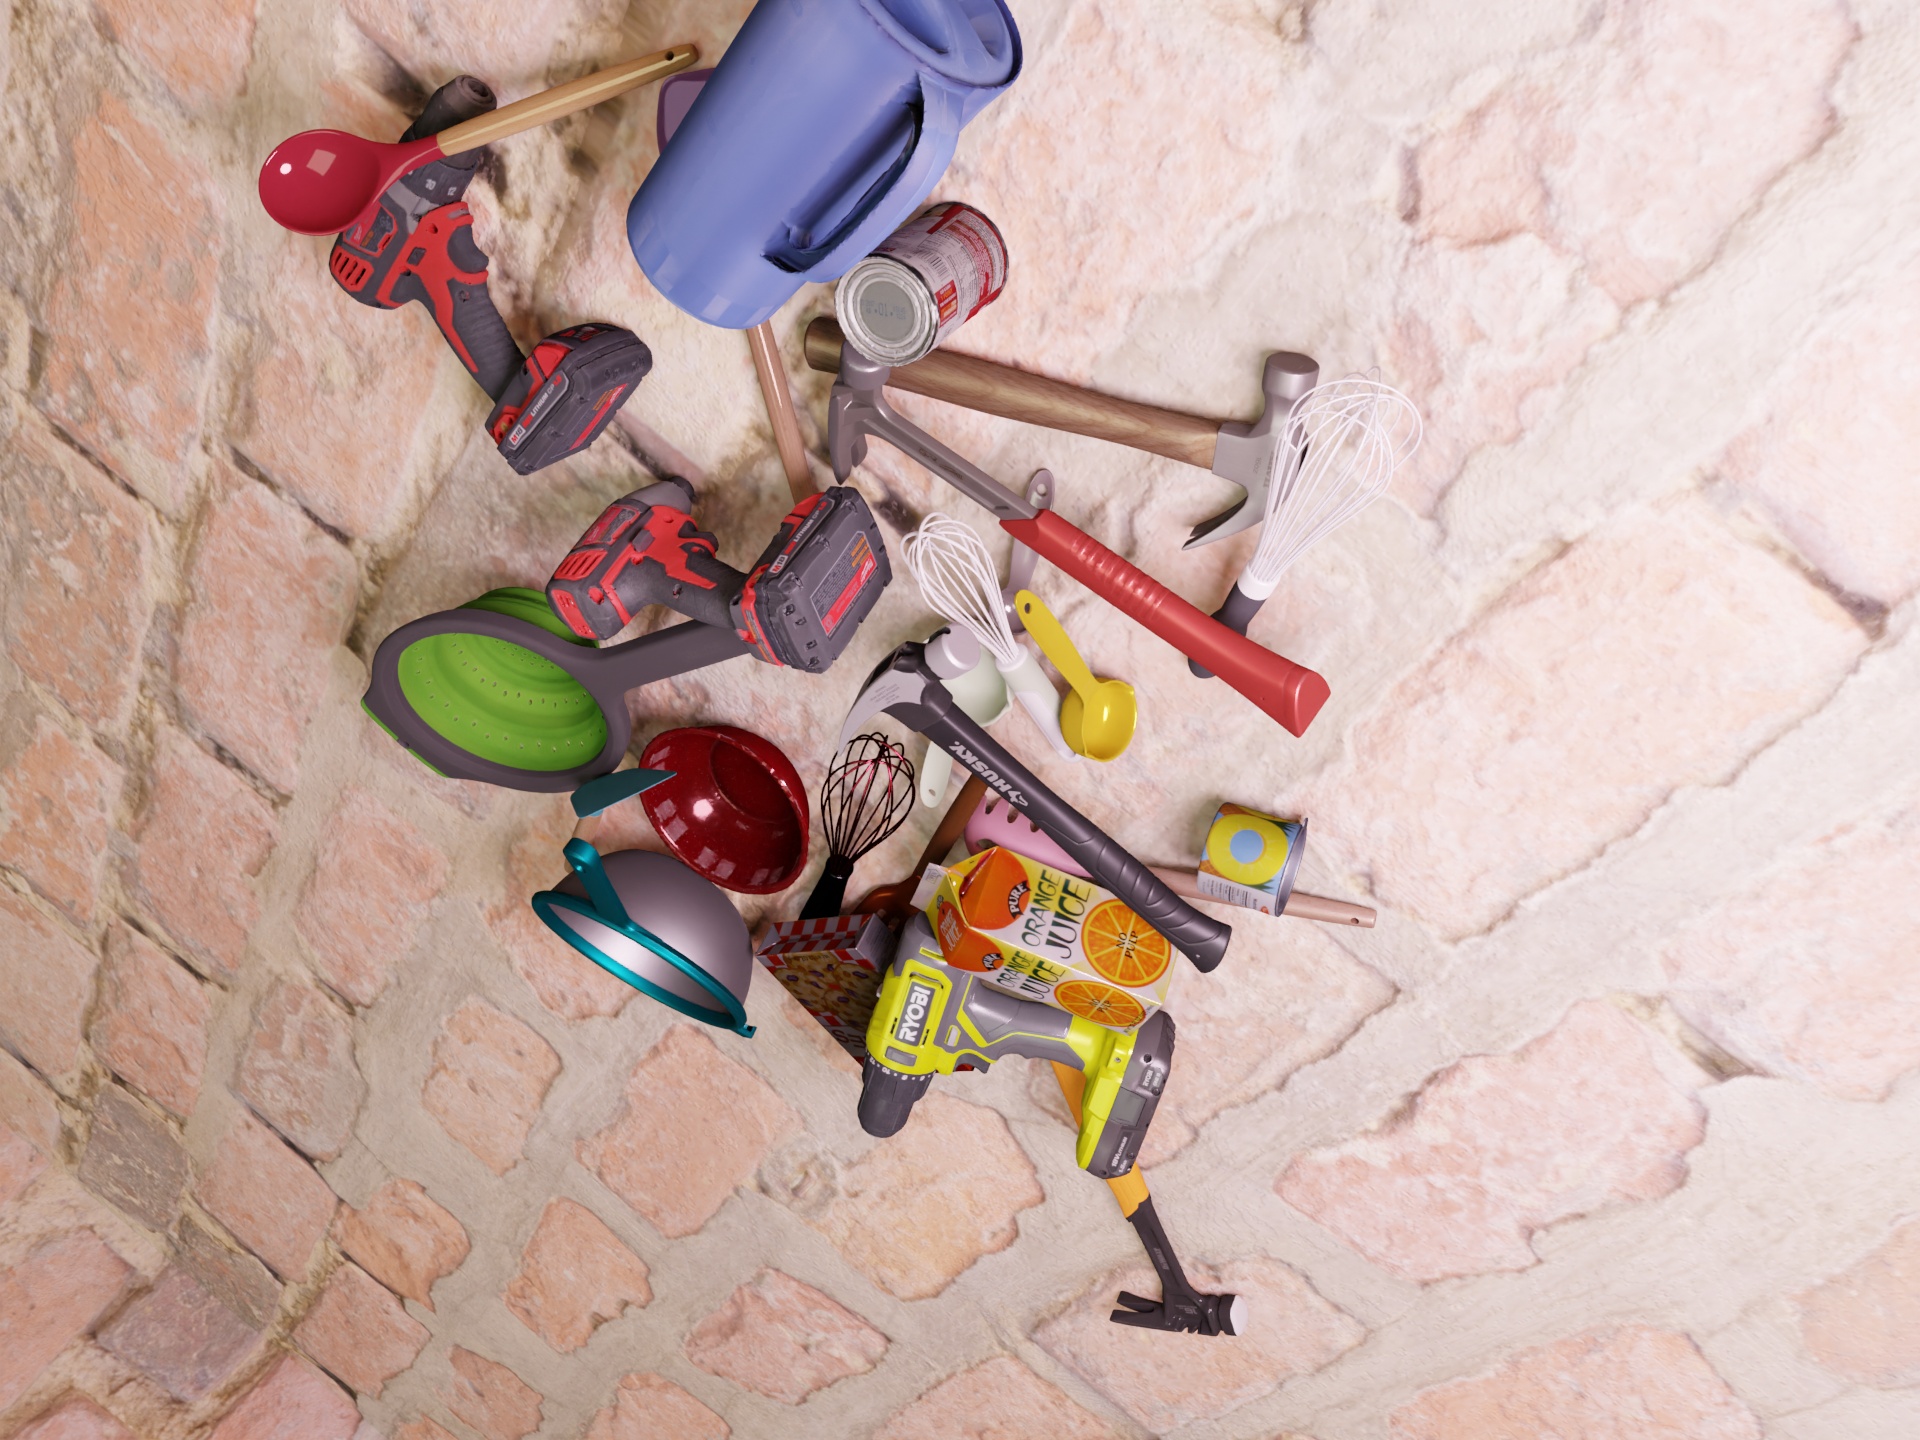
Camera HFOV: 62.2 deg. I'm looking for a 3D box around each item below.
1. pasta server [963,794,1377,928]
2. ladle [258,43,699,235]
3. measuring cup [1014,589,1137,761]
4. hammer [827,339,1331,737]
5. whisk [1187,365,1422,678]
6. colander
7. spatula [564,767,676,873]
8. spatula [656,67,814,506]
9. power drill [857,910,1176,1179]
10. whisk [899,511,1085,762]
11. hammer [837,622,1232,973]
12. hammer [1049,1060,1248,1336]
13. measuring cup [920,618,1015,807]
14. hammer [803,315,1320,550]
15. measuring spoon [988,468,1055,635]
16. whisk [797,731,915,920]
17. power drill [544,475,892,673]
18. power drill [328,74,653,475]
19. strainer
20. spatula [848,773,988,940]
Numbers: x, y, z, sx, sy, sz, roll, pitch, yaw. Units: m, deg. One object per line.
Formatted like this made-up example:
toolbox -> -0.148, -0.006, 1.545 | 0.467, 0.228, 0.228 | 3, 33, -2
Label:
pasta server -> 0.143, 0.110, 1.158 | 0.316, 0.040, 0.060 | 9, 126, 20
ladle -> -0.310, -0.379, 1.019 | 0.315, 0.031, 0.069 | -12, 94, 16
measuring cup -> 0.068, -0.033, 1.056 | 0.029, 0.062, 0.156 | 13, 149, 47
hammer -> 0.067, -0.101, 0.988 | 0.359, 0.037, 0.149 | 35, 159, 9
whisk -> 0.188, -0.101, 0.931 | 0.070, 0.070, 0.284 | 32, 149, 7
colander -> -0.286, -0.057, 1.237 | 0.397, 0.095, 0.204 | -14, 133, 29
spatula -> -0.308, 0.092, 1.338 | 0.044, 0.082, 0.317 | 59, 153, 8
spatula -> -0.138, -0.265, 1.056 | 0.060, 0.018, 0.315 | -8, 120, 10
power drill -> 0.036, 0.269, 1.241 | 0.228, 0.080, 0.190 | 19, 109, 3
whisk -> 0.030, -0.046, 1.052 | 0.058, 0.059, 0.246 | -5, 141, 31
hammer -> 0.063, 0.070, 1.085 | 0.334, 0.035, 0.146 | 41, 138, -20
hammer -> 0.136, 0.396, 1.357 | 0.127, 0.034, 0.336 | -8, 117, 33
measuring cup -> -0.002, -0.004, 1.153 | 0.083, 0.038, 0.167 | 26, 133, 12
hammer -> 0.051, -0.196, 0.989 | 0.331, 0.031, 0.130 | 18, 129, 19
measuring spoon -> 0.046, -0.113, 1.065 | 0.034, 0.018, 0.124 | 23, 124, 15
whisk -> -0.093, 0.106, 1.273 | 0.073, 0.073, 0.295 | 32, 139, 7
power drill -> -0.166, -0.110, 1.094 | 0.220, 0.143, 0.078 | 10, 141, 29
power drill -> -0.321, -0.306, 1.100 | 0.226, 0.080, 0.188 | 48, 125, -2
strainer -> -0.257, 0.144, 1.316 | 0.211, 0.095, 0.340 | 24, 155, 14
spatula -> -0.025, 0.112, 1.221 | 0.081, 0.041, 0.322 | 30, 145, 1
